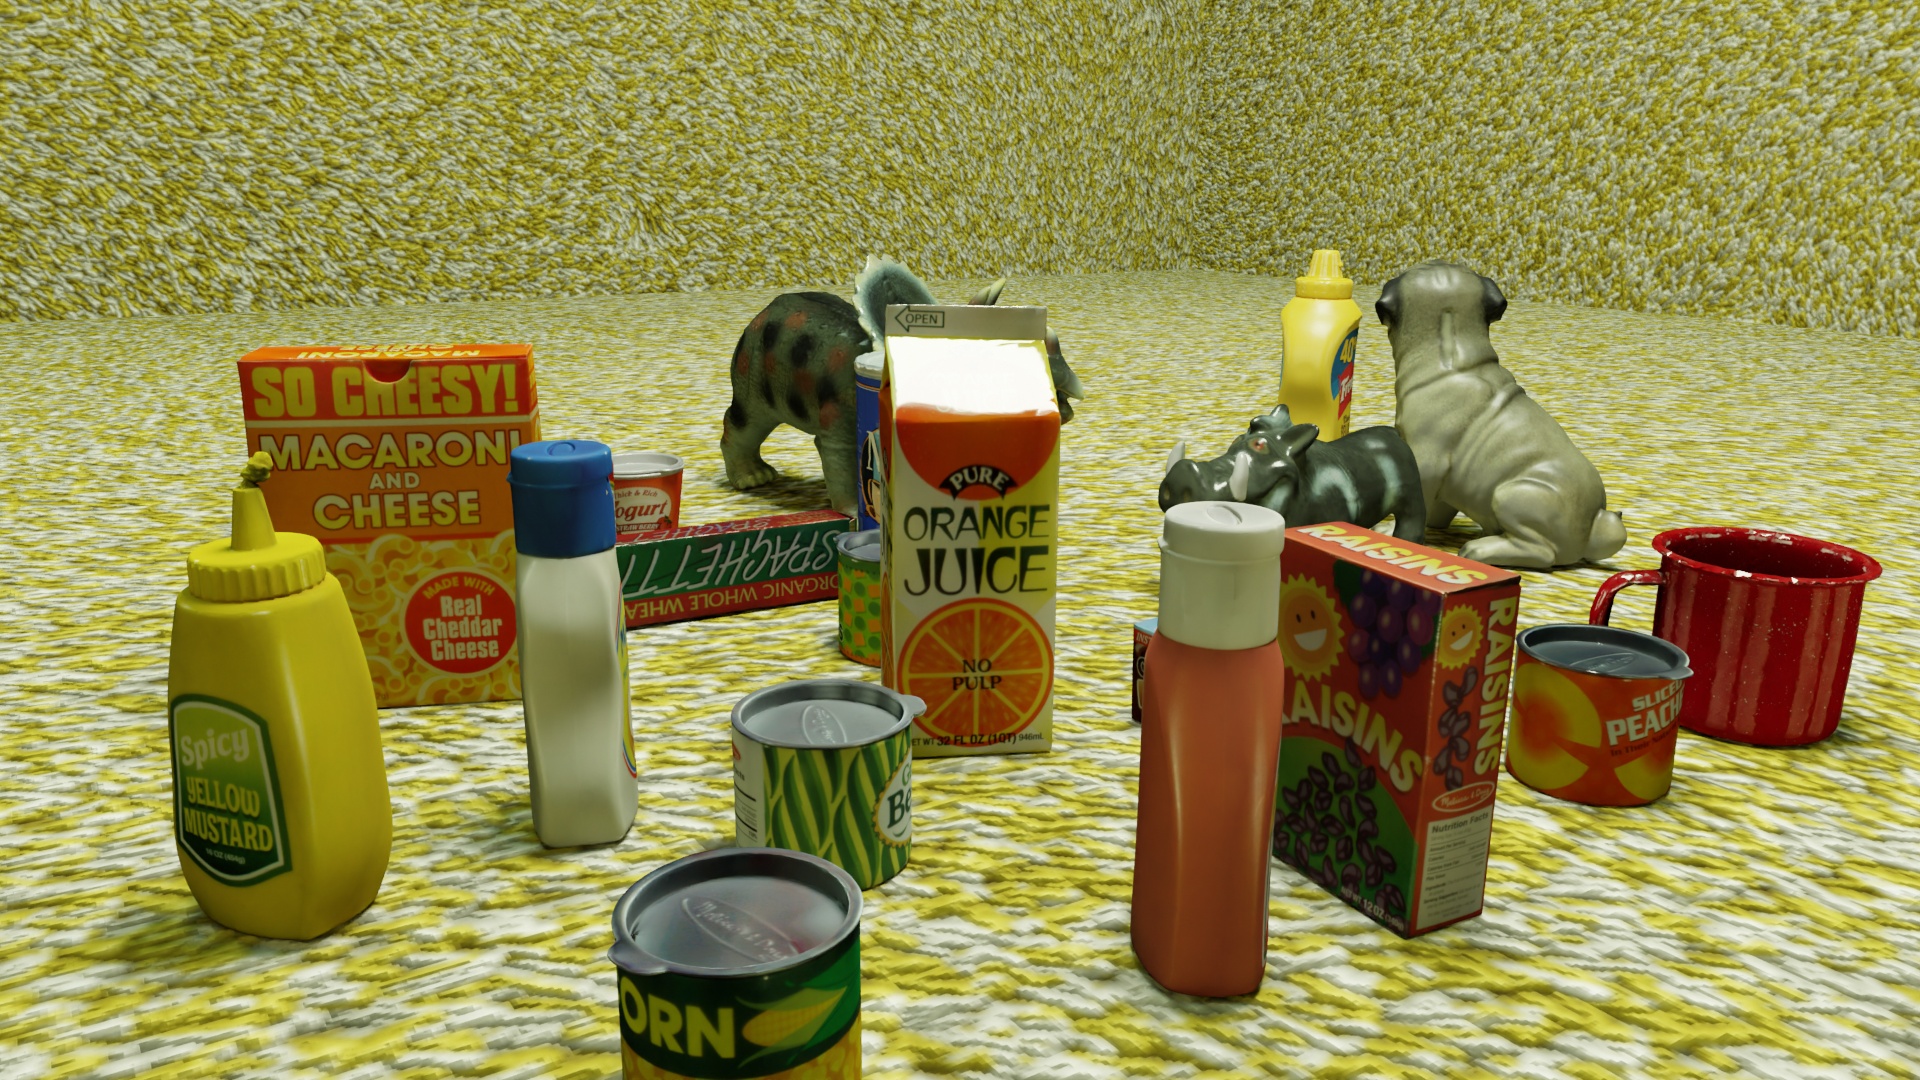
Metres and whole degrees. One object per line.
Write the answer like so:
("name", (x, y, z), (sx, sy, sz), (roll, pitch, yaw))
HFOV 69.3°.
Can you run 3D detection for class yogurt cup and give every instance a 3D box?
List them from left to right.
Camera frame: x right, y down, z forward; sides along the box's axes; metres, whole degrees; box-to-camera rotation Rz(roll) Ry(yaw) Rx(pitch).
("yogurt cup", (-0.221, -0.028, 0.943), (0.072, 0.053, 0.072), (0, 15, 0))

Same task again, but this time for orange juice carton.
("orange juice carton", (0.002, -0.008, 0.613), (0.072, 0.192, 0.073), (-2, 15, -8))

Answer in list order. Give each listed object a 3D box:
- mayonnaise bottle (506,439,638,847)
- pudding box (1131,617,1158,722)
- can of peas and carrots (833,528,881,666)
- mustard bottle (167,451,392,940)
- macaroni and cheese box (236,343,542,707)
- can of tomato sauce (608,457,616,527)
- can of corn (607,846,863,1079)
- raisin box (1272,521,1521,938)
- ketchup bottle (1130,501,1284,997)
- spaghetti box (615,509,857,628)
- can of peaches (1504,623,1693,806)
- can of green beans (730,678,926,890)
("mayonnaise bottle", (-0.147, 0.037, 0.527), (0.041, 0.147, 0.065), (-3, 15, -13))
("pudding box", (0.114, 0.066, 0.616), (0.030, 0.049, 0.084), (-10, 18, -34))
("can of peas and carrots", (-0.034, 0.029, 0.732), (0.071, 0.058, 0.071), (0, 15, 0))
("mustard bottle", (-0.227, 0.050, 0.456), (0.065, 0.159, 0.049), (5, 15, 18))
("macaroni and cheese box", (-0.258, -0.006, 0.649), (0.124, 0.166, 0.040), (-3, 15, -12))
("can of tomato sauce", (-0.232, -0.006, 0.807), (0.071, 0.082, 0.071), (0, 15, 0))
("can of corn", (-0.061, 0.126, 0.376), (0.071, 0.058, 0.071), (0, 15, 0))
("raisin box", (0.147, 0.063, 0.491), (0.040, 0.123, 0.086), (-7, 17, -27))
("ketchup bottle", (0.078, 0.063, 0.438), (0.043, 0.148, 0.065), (1, 15, 0))
("spaghetti box", (-0.176, 0.021, 0.771), (0.251, 0.050, 0.029), (-8, 17, -28))
("can of peaches", (0.267, 0.073, 0.583), (0.071, 0.058, 0.071), (0, 15, 0))
("can of green beans", (-0.050, 0.089, 0.511), (0.071, 0.057, 0.071), (0, 15, 0))
